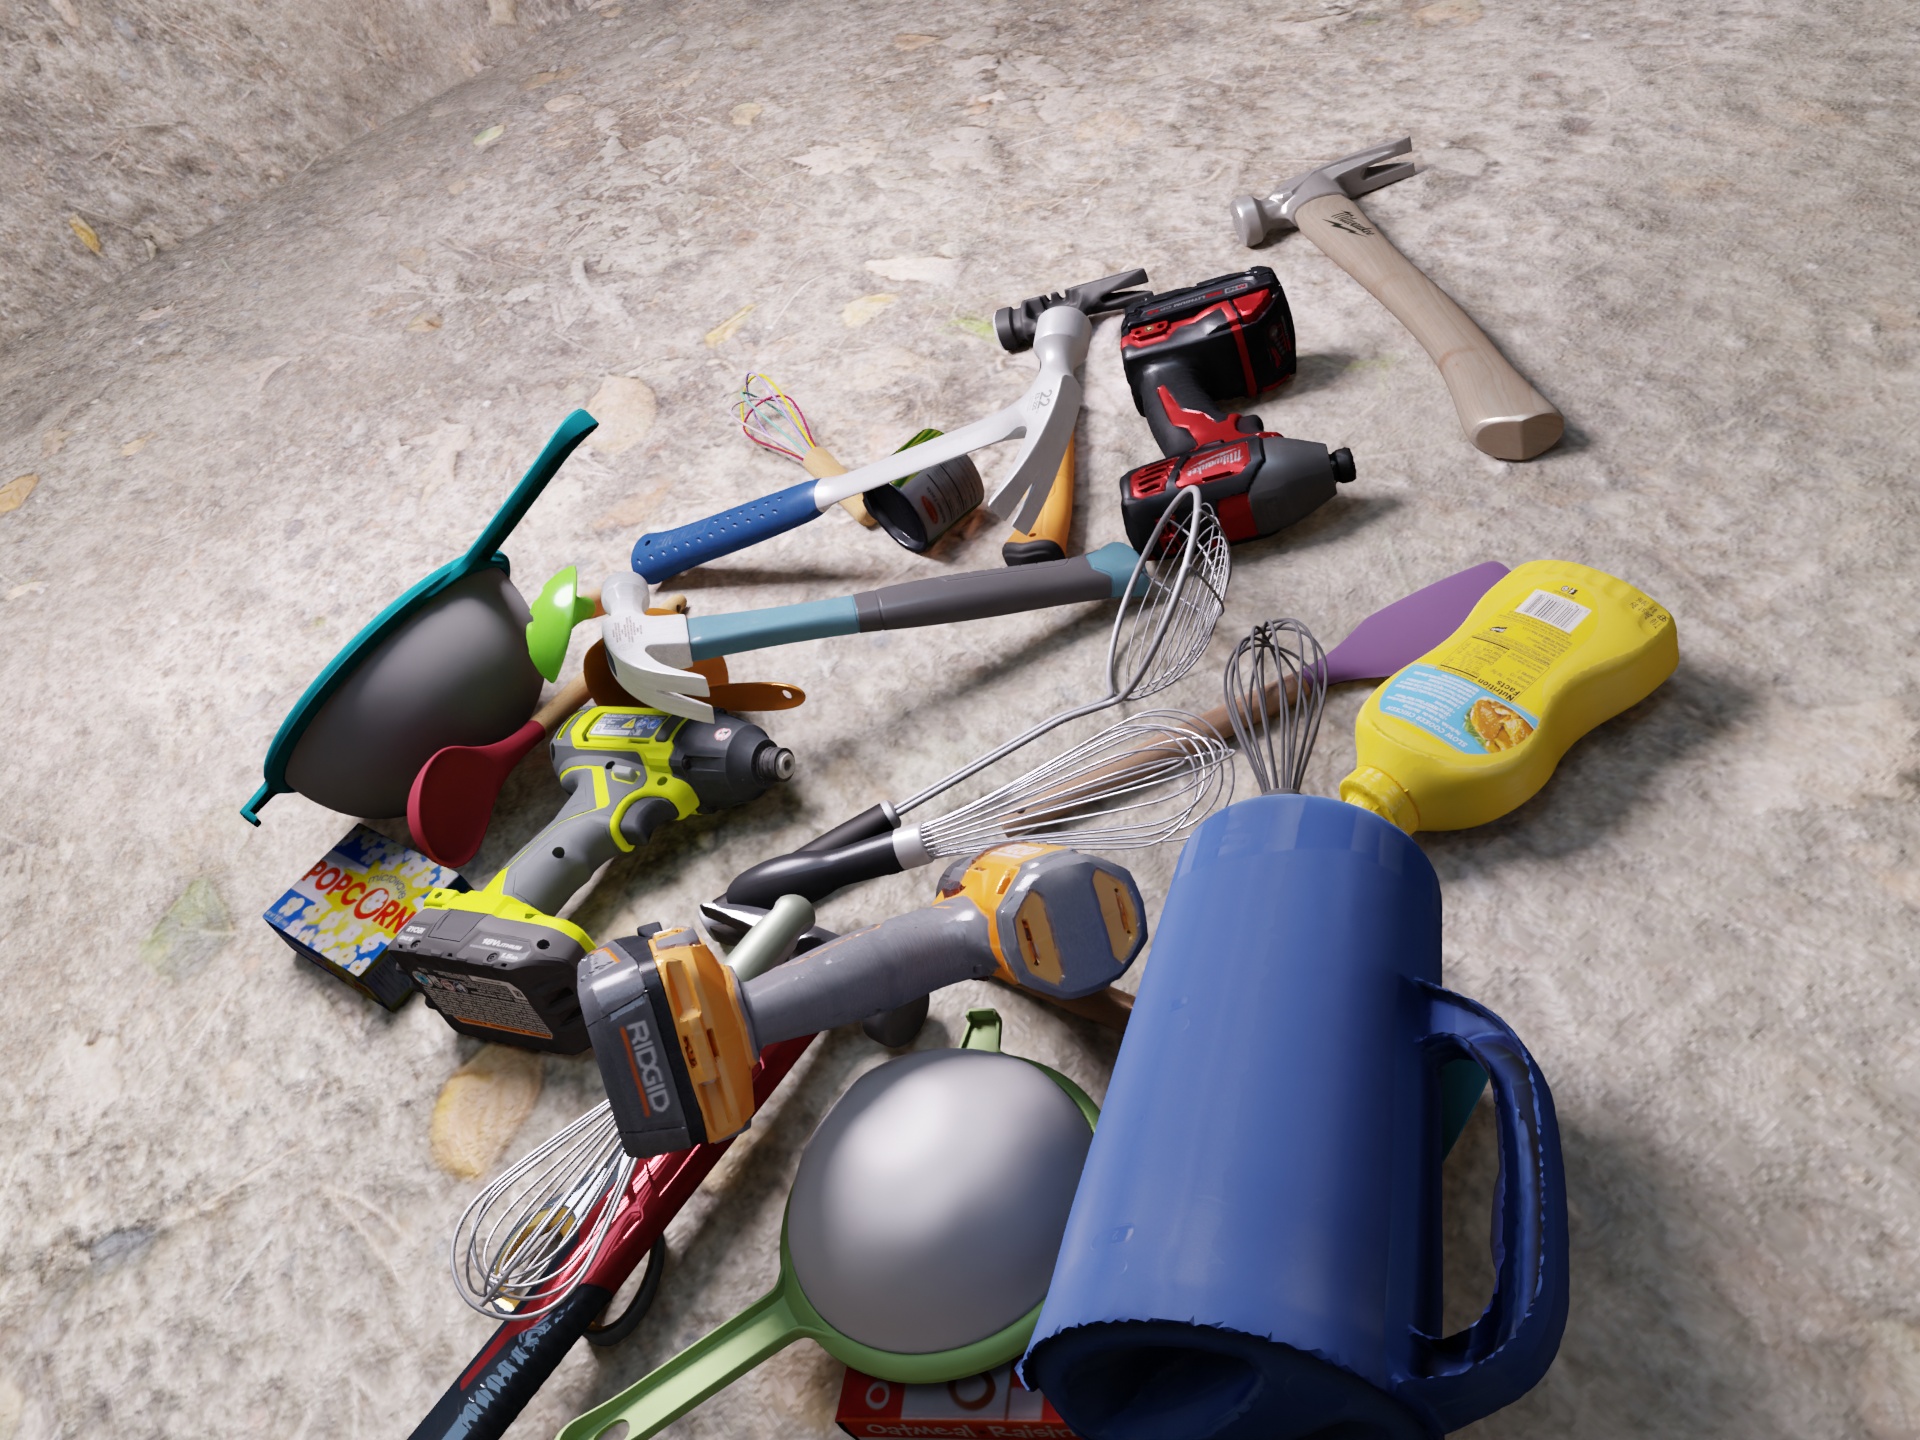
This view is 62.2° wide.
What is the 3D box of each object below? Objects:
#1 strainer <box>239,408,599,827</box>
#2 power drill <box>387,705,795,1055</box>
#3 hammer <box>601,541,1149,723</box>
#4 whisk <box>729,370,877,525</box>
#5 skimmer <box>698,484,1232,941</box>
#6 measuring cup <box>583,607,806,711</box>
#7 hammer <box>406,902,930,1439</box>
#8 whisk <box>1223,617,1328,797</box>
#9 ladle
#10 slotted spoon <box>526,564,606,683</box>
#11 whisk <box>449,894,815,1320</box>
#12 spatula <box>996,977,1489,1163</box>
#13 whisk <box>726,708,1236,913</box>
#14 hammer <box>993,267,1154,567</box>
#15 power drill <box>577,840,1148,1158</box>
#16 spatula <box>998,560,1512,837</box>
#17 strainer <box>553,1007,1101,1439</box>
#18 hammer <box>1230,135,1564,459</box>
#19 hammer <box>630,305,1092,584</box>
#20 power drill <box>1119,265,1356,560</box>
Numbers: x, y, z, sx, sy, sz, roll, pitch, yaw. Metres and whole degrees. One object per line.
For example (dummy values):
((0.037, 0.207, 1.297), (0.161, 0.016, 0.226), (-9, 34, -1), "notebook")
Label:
((-0.302, -0.047, 1.015), (0.340, 0.095, 0.211), (-46, 3, 26), "strainer")
((-0.208, 0.079, 0.927), (0.171, 0.080, 0.223), (2, 43, 32), "power drill")
((-0.050, -0.068, 0.966), (0.331, 0.033, 0.128), (-9, 40, -7), "hammer")
((-0.121, -0.207, 1.233), (0.047, 0.051, 0.245), (-48, 44, 6), "whisk")
((-0.001, -0.003, 0.895), (0.363, 0.090, 0.127), (-31, 7, -2), "skimmer")
((-0.157, -0.029, 1.006), (0.174, 0.095, 0.052), (1, 37, 31), "measuring cup")
((-0.177, 0.241, 0.730), (0.143, 0.038, 0.386), (16, 51, 33), "hammer")
((0.162, 0.041, 0.786), (0.055, 0.055, 0.239), (-11, 50, 18), "whisk")
((-0.261, -0.008, 1.037), (0.031, 0.069, 0.315), (1, 31, 25), "ladle")
((-0.243, -0.073, 1.042), (0.031, 0.070, 0.314), (13, 7, -6), "slotted spoon")
((-0.142, 0.170, 0.739), (0.059, 0.057, 0.246), (35, 54, 6), "whisk")
((0.089, 0.134, 0.730), (0.318, 0.044, 0.082), (16, 57, 41), "spatula")
((0.005, 0.057, 0.827), (0.284, 0.070, 0.070), (-17, 40, 14), "whisk")
((0.074, -0.216, 1.137), (0.127, 0.034, 0.337), (-12, 41, 18), "hammer")
((-0.049, 0.107, 0.703), (0.226, 0.084, 0.185), (-17, 2, -13), "power drill")
((0.166, -0.008, 0.868), (0.316, 0.018, 0.060), (-25, 43, -1), "spatula")
((-0.058, 0.209, 0.636), (0.256, 0.069, 0.152), (-32, 38, -12), "strainer")
((0.317, -0.299, 1.098), (0.146, 0.038, 0.411), (-21, 40, 4), "hammer")
((-0.086, -0.149, 1.059), (0.405, 0.035, 0.144), (-13, 55, 41), "hammer")
((0.174, -0.198, 1.033), (0.143, 0.078, 0.220), (-13, 43, 16), "power drill")
